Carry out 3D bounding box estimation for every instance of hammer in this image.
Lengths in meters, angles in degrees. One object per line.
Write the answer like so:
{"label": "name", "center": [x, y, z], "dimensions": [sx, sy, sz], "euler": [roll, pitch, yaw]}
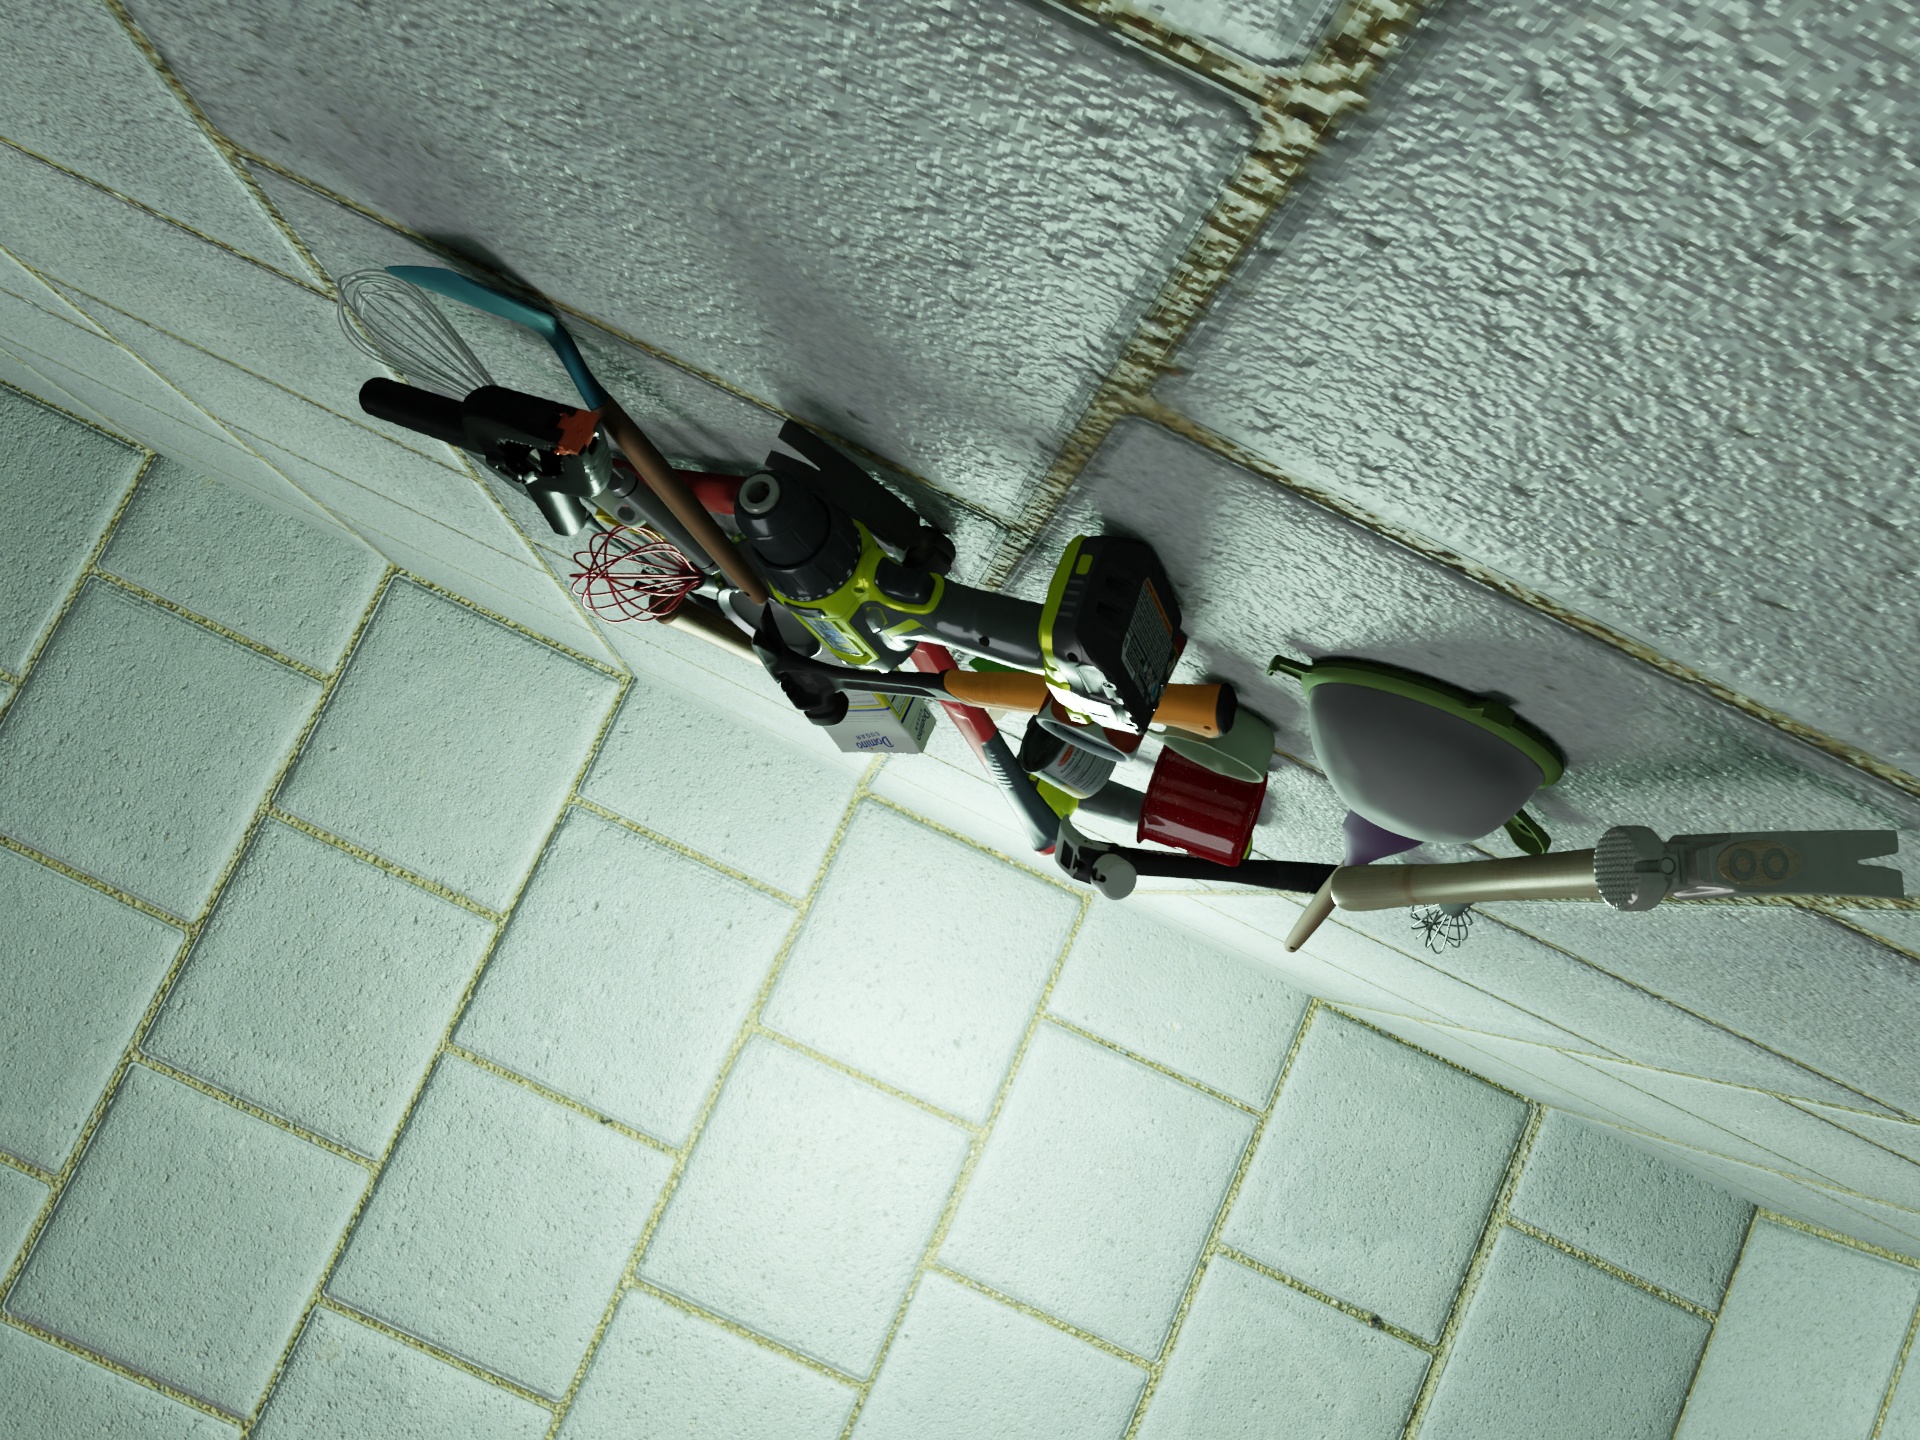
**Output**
{"label": "hammer", "center": [-0.002, -0.004, 1.260], "dimensions": [0.143, 0.038, 0.385], "euler": [22, 158, 35]}
{"label": "hammer", "center": [-0.176, -0.059, 1.452], "dimensions": [0.130, 0.031, 0.331], "euler": [47, -171, 26]}
{"label": "hammer", "center": [0.327, 0.090, 0.903], "dimensions": [0.146, 0.038, 0.410], "euler": [0, 173, -11]}
{"label": "hammer", "center": [-0.339, -0.180, 1.455], "dimensions": [0.149, 0.036, 0.408], "euler": [22, 171, 30]}
{"label": "hammer", "center": [0.235, 0.124, 1.321], "dimensions": [0.334, 0.035, 0.146], "euler": [7, -171, -21]}
{"label": "hammer", "center": [0.021, -0.025, 1.091], "dimensions": [0.337, 0.034, 0.127], "euler": [5, 153, 23]}
{"label": "hammer", "center": [-0.164, -0.156, 1.068], "dimensions": [0.149, 0.037, 0.359], "euler": [32, 169, -41]}

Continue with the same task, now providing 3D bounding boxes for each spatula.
{"label": "spatula", "center": [-0.213, -0.168, 0.971], "dimensions": [0.082, 0.044, 0.317], "euler": [16, 154, 43]}
{"label": "spatula", "center": [0.295, 0.120, 1.217], "dimensions": [0.060, 0.018, 0.315], "euler": [19, 152, 5]}

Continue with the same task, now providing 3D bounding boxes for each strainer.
{"label": "strainer", "center": [-0.168, -0.110, 1.113], "dimensions": [0.087, 0.050, 0.258], "euler": [10, 159, 36]}
{"label": "strainer", "center": [0.283, 0.049, 0.926], "dimensions": [0.152, 0.069, 0.256], "euler": [17, 167, 45]}

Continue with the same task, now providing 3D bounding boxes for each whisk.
{"label": "whisk", "center": [0.410, 0.155, 1.327], "dimensions": [0.055, 0.055, 0.238], "euler": [23, 168, 15]}
{"label": "whisk", "center": [-0.300, -0.205, 1.040], "dimensions": [0.246, 0.058, 0.059], "euler": [39, -158, -31]}
{"label": "whisk", "center": [-0.214, -0.110, 1.216], "dimensions": [0.073, 0.073, 0.296], "euler": [23, -170, 13]}

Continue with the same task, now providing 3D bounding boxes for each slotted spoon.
{"label": "slotted spoon", "center": [0.037, -0.023, 1.369], "dimensions": [0.070, 0.031, 0.313], "euler": [25, 174, 1]}

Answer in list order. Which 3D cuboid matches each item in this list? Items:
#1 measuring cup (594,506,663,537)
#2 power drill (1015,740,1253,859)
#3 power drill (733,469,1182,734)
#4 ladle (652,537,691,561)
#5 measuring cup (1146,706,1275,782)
{"label": "measuring cup", "center": [-0.218, -0.158, 1.292], "dimensions": [0.156, 0.029, 0.062], "euler": [13, 177, -1]}
{"label": "power drill", "center": [0.161, 0.077, 1.477], "dimensions": [0.223, 0.080, 0.171], "euler": [19, 171, 15]}
{"label": "power drill", "center": [-0.005, -0.070, 0.887], "dimensions": [0.228, 0.080, 0.190], "euler": [13, 165, 22]}
{"label": "ladle", "center": [-0.195, -0.111, 1.395], "dimensions": [0.320, 0.062, 0.078], "euler": [31, 165, -23]}
{"label": "measuring cup", "center": [0.142, -0.006, 1.118], "dimensions": [0.168, 0.038, 0.083], "euler": [24, 172, 20]}
